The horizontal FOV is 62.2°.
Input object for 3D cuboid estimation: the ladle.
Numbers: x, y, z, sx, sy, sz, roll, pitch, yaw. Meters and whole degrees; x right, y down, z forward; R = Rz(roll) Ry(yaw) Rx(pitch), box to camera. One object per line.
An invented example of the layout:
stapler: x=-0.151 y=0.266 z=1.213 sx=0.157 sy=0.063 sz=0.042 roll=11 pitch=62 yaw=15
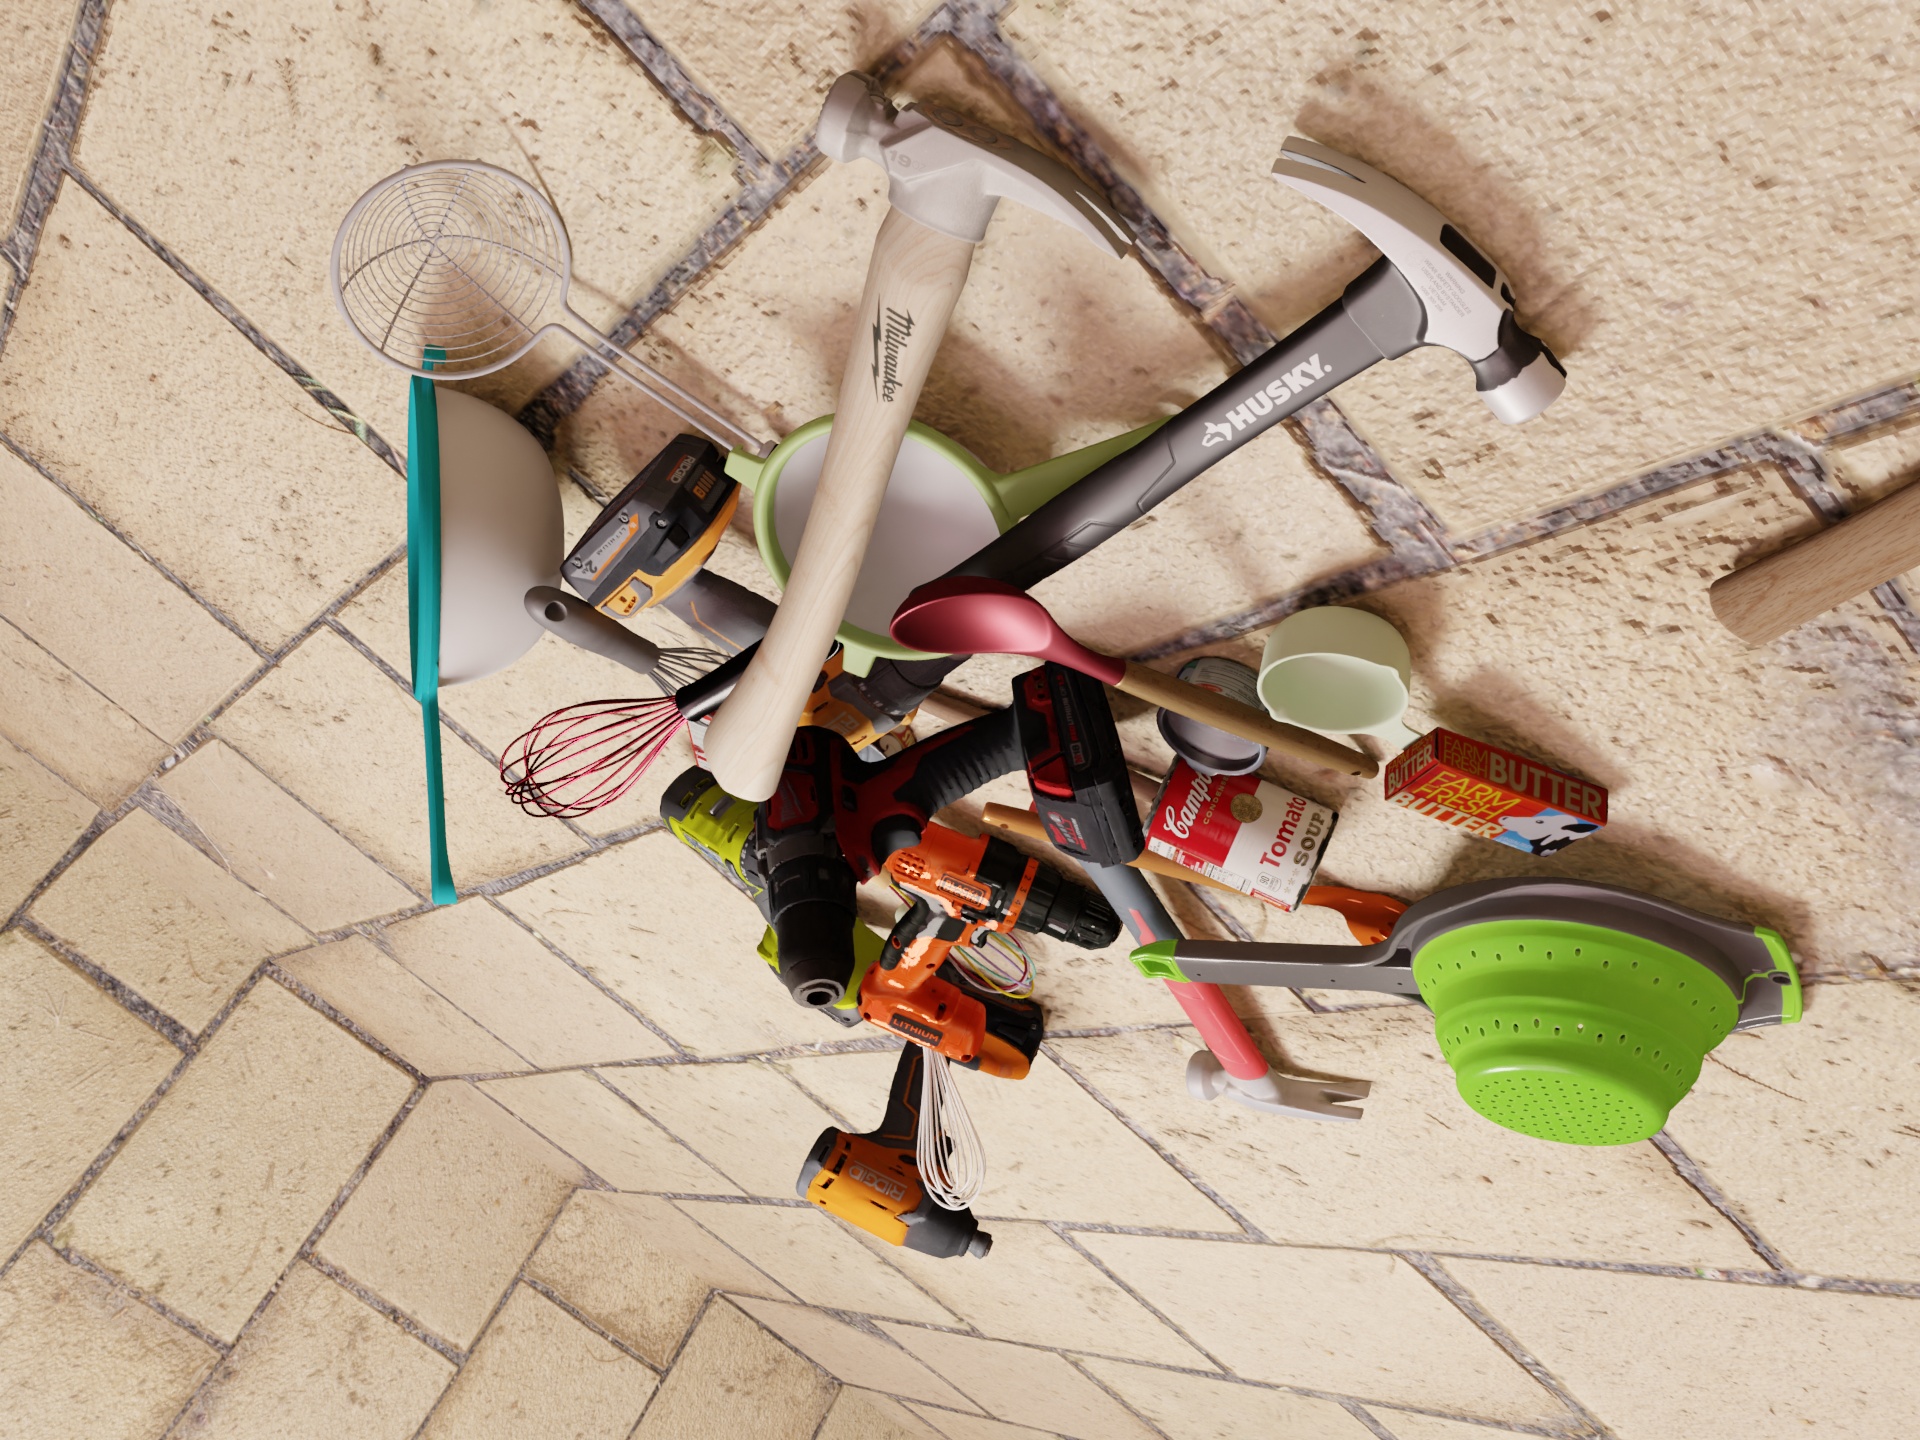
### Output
ladle: x=0.103 y=-0.017 z=0.824 sx=0.315 sy=0.031 sz=0.069 roll=19 pitch=150 yaw=-28

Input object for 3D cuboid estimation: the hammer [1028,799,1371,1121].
hammer: x=0.162 y=0.167 z=1.109 sx=0.143 sy=0.038 sz=0.385 roll=0 pitch=140 yaw=37

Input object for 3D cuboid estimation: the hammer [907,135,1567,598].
hammer: x=0.088 y=-0.121 z=0.728 sx=0.146 sy=0.035 sz=0.335 roll=43 pitch=134 yaw=-17

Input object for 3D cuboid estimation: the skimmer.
skimmer: x=-0.167 y=-0.174 z=0.886 sx=0.363 sy=0.090 sz=0.127 roll=33 pitch=110 yaw=-8

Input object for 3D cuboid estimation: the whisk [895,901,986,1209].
whisk: x=-0.022 y=0.265 z=1.273 sx=0.059 sy=0.246 sz=0.057 roll=-22 pitch=158 yaw=30

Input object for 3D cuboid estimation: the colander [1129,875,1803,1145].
colander: x=0.274 y=0.182 z=0.943 sx=0.397 sy=0.095 sz=0.204 roll=-3 pitch=143 yaw=34

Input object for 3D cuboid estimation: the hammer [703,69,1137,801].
hammer: x=-0.051 y=-0.104 z=0.810 sx=0.146 sy=0.038 sz=0.410 roll=27 pitch=129 yaw=4

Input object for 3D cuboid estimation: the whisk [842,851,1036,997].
whisk: x=-0.037 y=0.140 z=1.262 sx=0.245 sy=0.047 sz=0.051 roll=38 pitch=150 yaw=-4

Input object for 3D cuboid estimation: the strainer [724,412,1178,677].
strainer: x=0.012 y=-0.124 z=0.843 sx=0.256 sy=0.069 sz=0.151 roll=-15 pitch=119 yaw=29

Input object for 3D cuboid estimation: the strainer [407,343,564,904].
strainer: x=-0.302 y=-0.055 z=1.024 sx=0.095 sy=0.340 sz=0.211 roll=-2 pitch=170 yaw=-21

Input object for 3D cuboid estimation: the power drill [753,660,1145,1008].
power drill: x=-0.012 y=0.063 z=0.928 sx=0.226 sy=0.188 sz=0.080 roll=-16 pitch=136 yaw=7

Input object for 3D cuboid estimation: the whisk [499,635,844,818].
whisk: x=-0.184 y=-0.003 z=0.991 sx=0.296 sy=0.073 sz=0.073 roll=-24 pitch=121 yaw=30

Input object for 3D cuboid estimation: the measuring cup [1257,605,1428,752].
measuring cup: x=0.229 y=-0.010 z=0.836 sx=0.167 sy=0.038 sz=0.083 roll=27 pitch=149 yaw=-25

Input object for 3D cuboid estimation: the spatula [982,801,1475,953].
spatula: x=0.167 y=0.107 z=0.995 sx=0.322 sy=0.041 sz=0.081 roll=16 pitch=149 yaw=-6

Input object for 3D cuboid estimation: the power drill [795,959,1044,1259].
power drill: x=-0.013 y=0.330 z=1.325 sx=0.164 sy=0.227 sz=0.084 roll=24 pitch=148 yaw=12

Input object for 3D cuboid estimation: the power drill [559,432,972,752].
power drill: x=-0.112 y=-0.073 z=0.986 sx=0.226 sy=0.084 sz=0.185 roll=41 pitch=136 yaw=-19

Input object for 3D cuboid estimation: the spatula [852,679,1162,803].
spatula: x=-0.002 y=-0.003 z=1.050 sx=0.316 sy=0.018 sz=0.059 roll=22 pitch=139 yaw=18

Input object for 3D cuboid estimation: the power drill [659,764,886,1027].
power drill: x=-0.131 y=0.147 z=1.284 sx=0.191 sy=0.080 sz=0.228 roll=25 pitch=153 yaw=42

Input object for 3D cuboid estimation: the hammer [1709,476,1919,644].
hammer: x=0.400 y=-0.105 z=0.549 sx=0.130 sy=0.031 sz=0.331 roll=36 pitch=149 yaw=-8

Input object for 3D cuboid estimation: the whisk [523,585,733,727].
whisk: x=-0.209 y=-0.044 z=1.064 sx=0.055 sy=0.055 sz=0.238 roll=13 pitch=170 yaw=28
